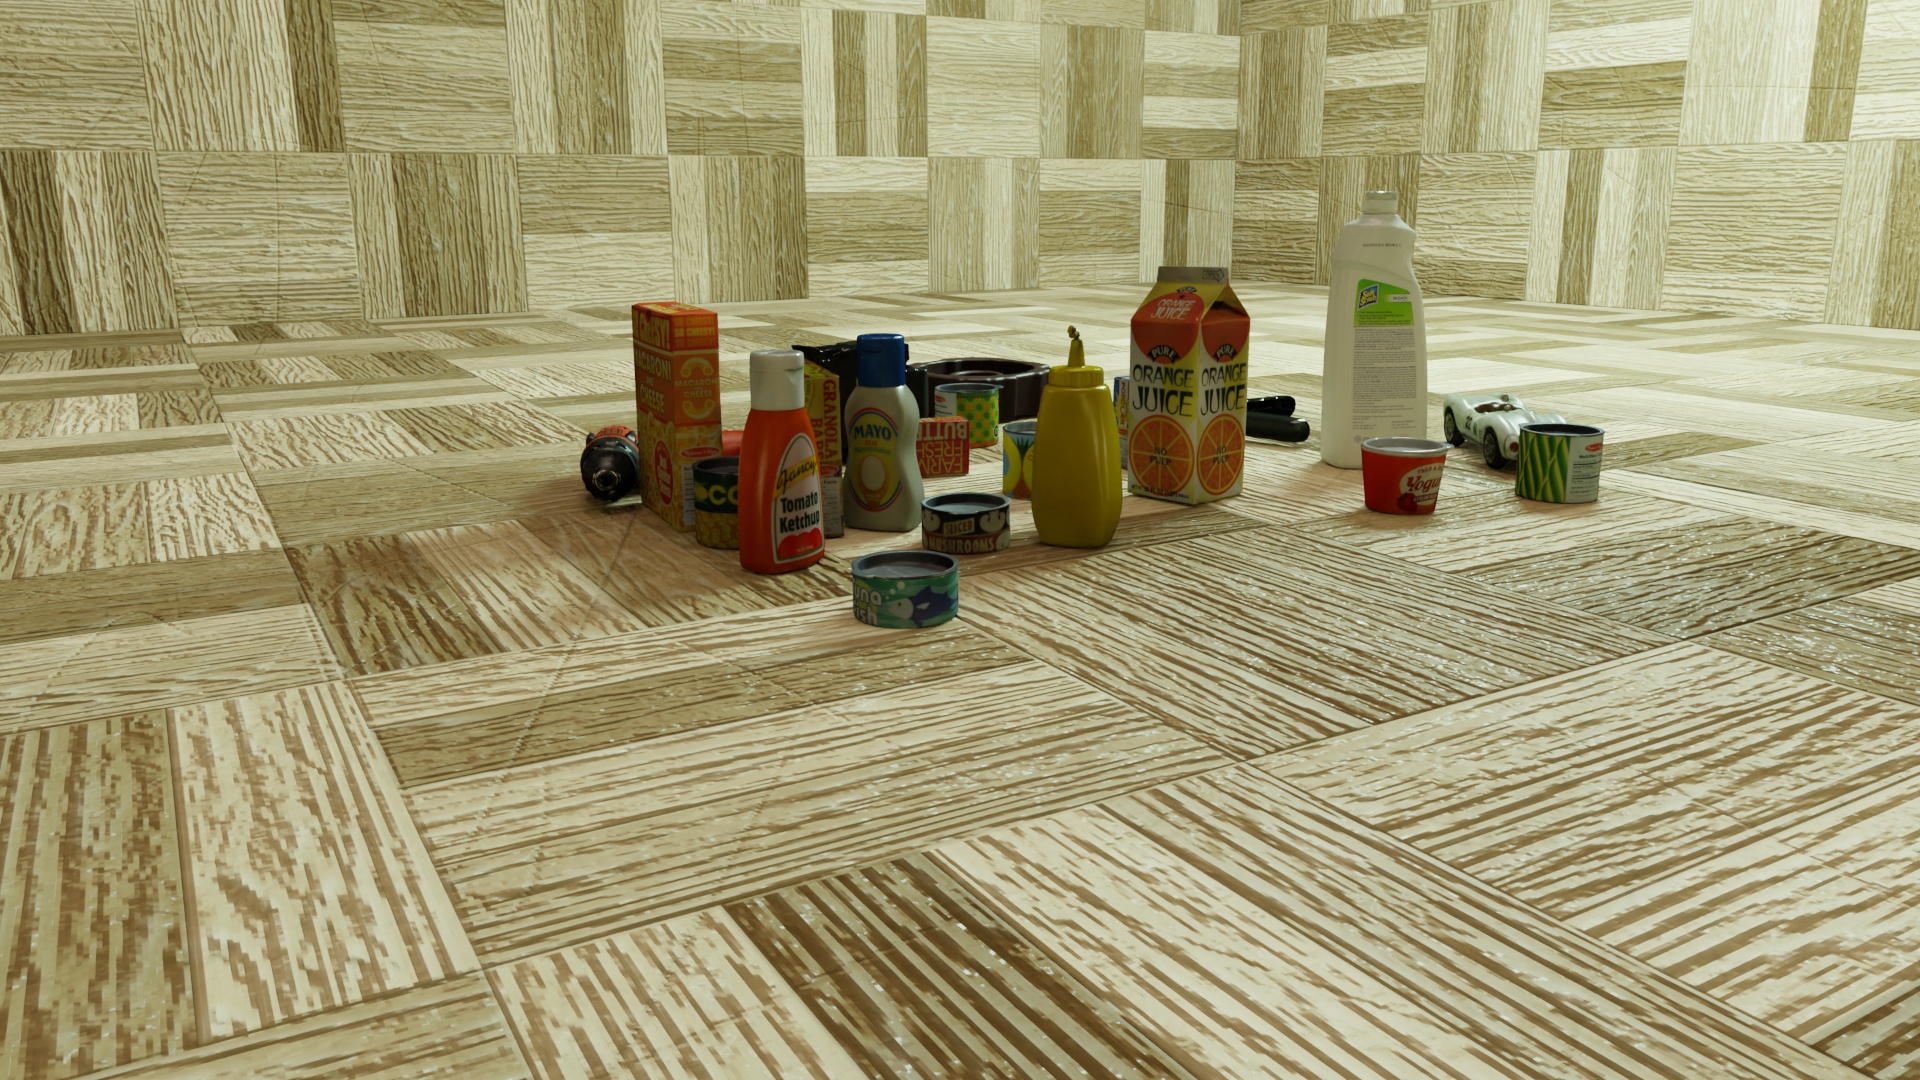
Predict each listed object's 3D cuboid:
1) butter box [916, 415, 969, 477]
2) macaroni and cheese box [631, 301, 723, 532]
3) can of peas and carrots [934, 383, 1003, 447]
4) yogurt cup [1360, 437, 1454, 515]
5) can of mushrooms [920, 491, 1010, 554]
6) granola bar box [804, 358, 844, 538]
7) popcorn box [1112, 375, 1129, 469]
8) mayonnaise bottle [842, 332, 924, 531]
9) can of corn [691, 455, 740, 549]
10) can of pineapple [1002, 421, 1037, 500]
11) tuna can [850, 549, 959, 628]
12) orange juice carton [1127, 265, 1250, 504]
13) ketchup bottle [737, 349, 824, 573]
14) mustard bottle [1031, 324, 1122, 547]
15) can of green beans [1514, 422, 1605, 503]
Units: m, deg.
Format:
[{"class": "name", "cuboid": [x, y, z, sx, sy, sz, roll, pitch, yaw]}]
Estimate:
[{"class": "butter box", "cuboid": [-0.043, -0.083, 1.255, 0.104, 0.053, 0.024, -5, 14, -18]}, {"class": "macaroni and cheese box", "cuboid": [-0.225, -0.101, 1.099, 0.040, 0.166, 0.124, -7, 15, -26]}, {"class": "can of peas and carrots", "cuboid": [0.009, -0.129, 1.424, 0.071, 0.058, 0.071, 0, 14, 0]}, {"class": "yogurt cup", "cuboid": [0.357, -0.052, 1.122, 0.072, 0.053, 0.072, 0, 14, 0]}, {"class": "can of mushrooms", "cuboid": [0.004, -0.013, 1.015, 0.071, 0.033, 0.071, 0, 14, 0]}, {"class": "granola bar box", "cuboid": [-0.131, -0.079, 1.096, 0.039, 0.124, 0.166, -5, 15, -18]}, {"class": "popcorn box", "cuboid": [0.203, -0.116, 1.315, 0.127, 0.085, 0.038, -9, 16, -31]}, {"class": "mayonnaise bottle", "cuboid": [-0.060, -0.083, 1.060, 0.065, 0.147, 0.041, 5, 14, 20]}, {"class": "can of corn", "cuboid": [-0.164, -0.028, 1.029, 0.071, 0.058, 0.071, 0, 14, 0]}, {"class": "can of pineapple", "cuboid": [0.069, -0.068, 1.183, 0.071, 0.057, 0.071, 0, 14, 0]}, {"class": "tuna can", "cuboid": [-0.036, 0.030, 0.849, 0.071, 0.032, 0.071, 0, 14, 0]}, {"class": "orange juice carton", "cuboid": [0.190, -0.132, 1.159, 0.073, 0.192, 0.072, -13, 19, -43]}, {"class": "ketchup bottle", "cuboid": [-0.124, -0.055, 0.950, 0.043, 0.148, 0.065, 10, 17, 36]}, {"class": "mustard bottle", "cuboid": [0.085, -0.076, 1.007, 0.065, 0.159, 0.049, 5, 15, 22]}, {"class": "can of green beans", "cuboid": [0.502, -0.066, 1.165, 0.071, 0.057, 0.071, 0, 14, 0]}]
